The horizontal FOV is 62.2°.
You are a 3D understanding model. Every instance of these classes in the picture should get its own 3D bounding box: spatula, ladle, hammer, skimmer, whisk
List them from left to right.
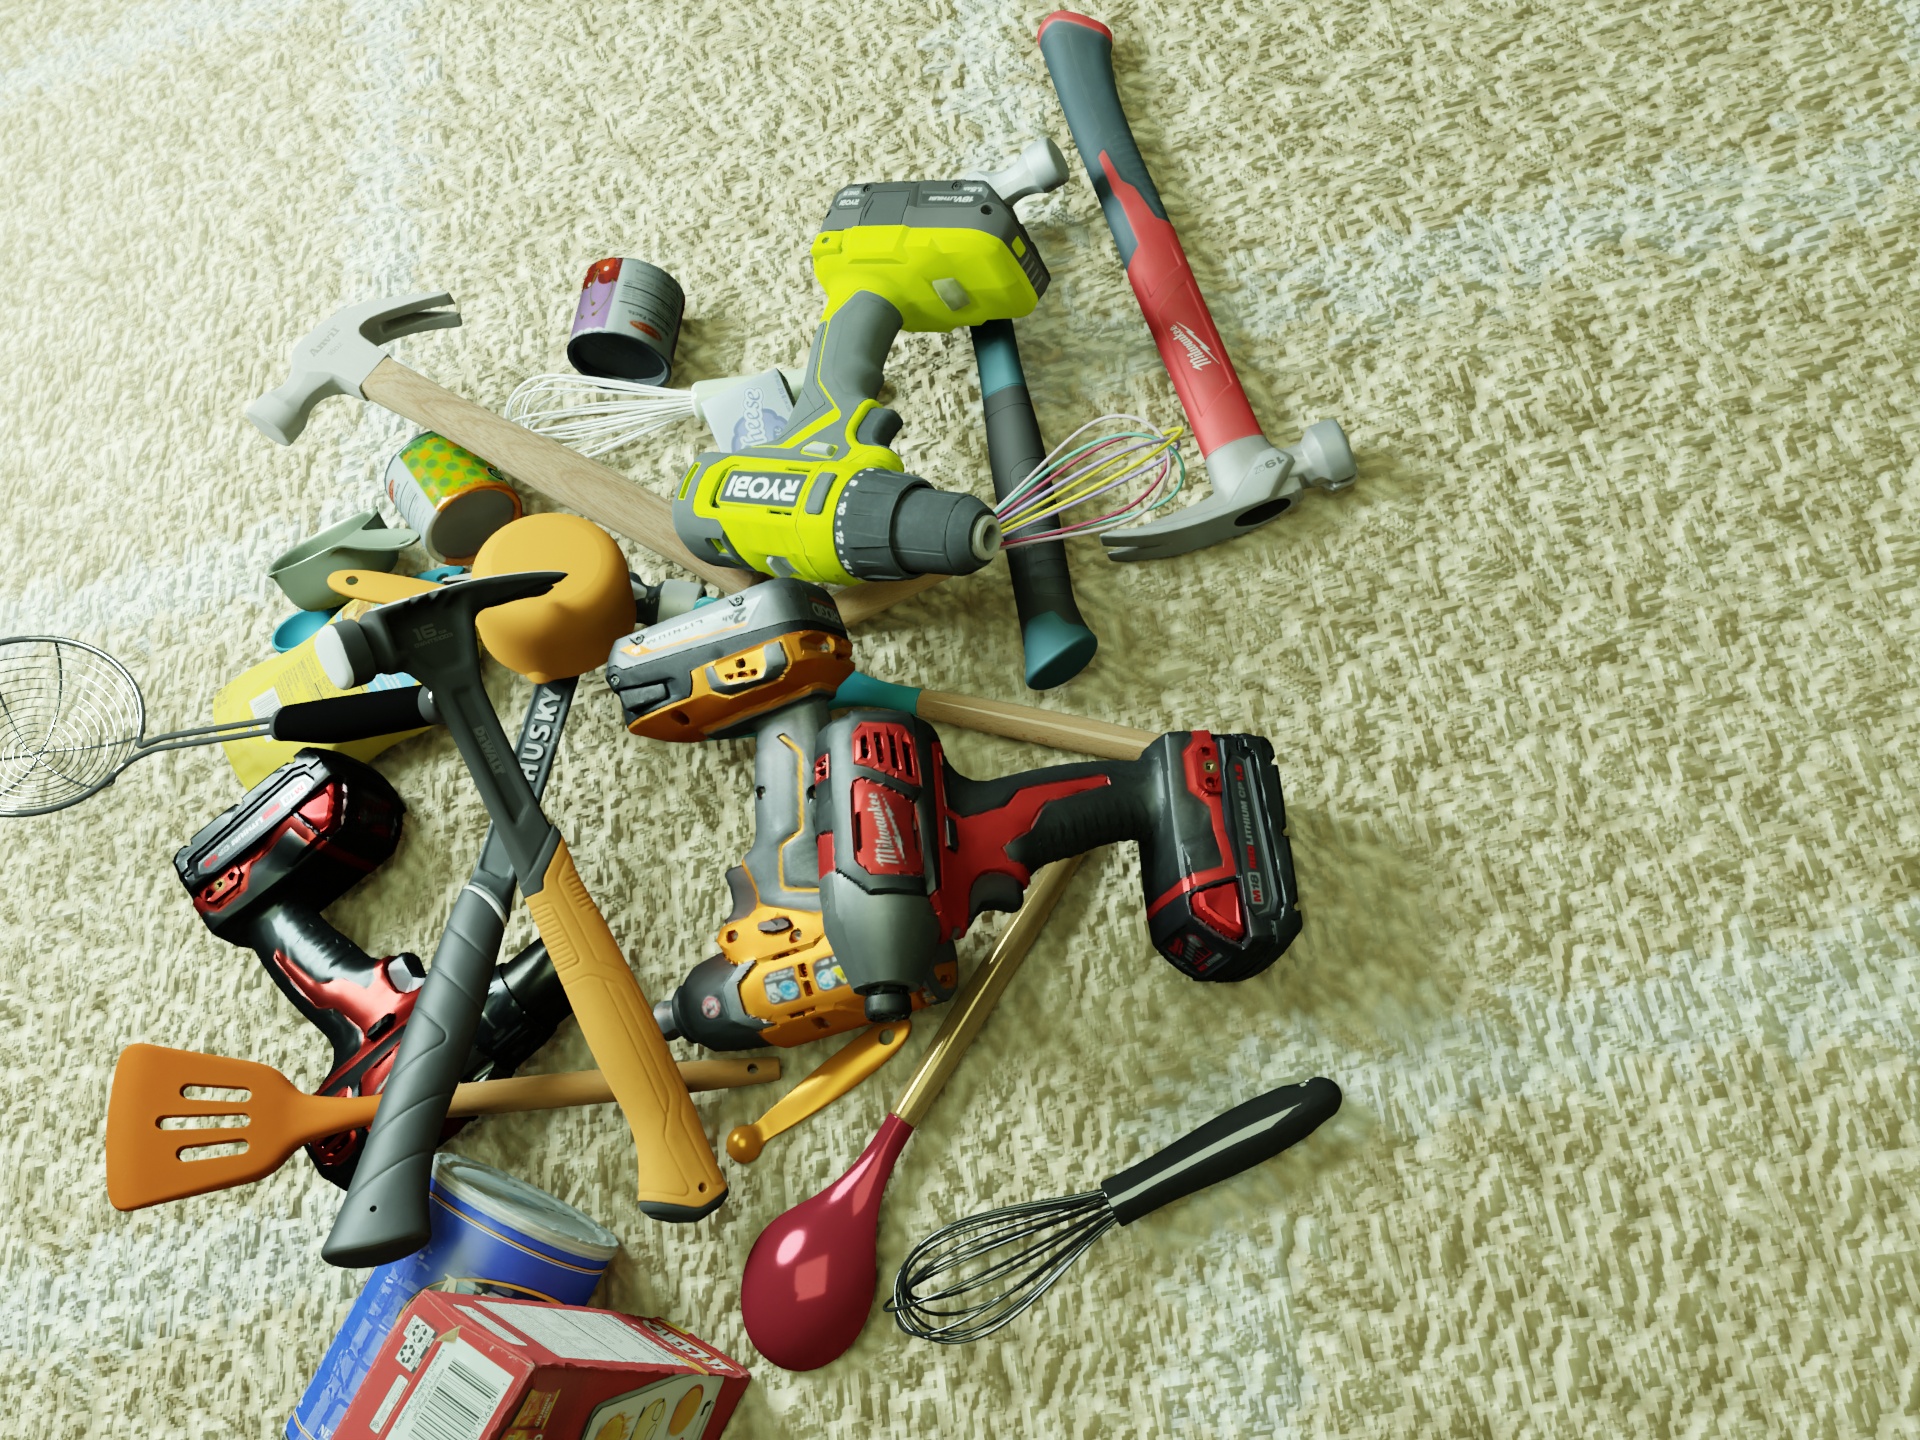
[{"bbox_3d":[-0.442,-0.009,0.894,0.363,0.090,0.127,-6,50,27],"label":"skimmer"},{"bbox_3d":[-0.253,0.191,0.803,0.322,0.041,0.081,-4,67,-7],"label":"spatula"},{"bbox_3d":[-0.247,0.078,0.829,0.149,0.036,0.409,9,55,-1],"label":"hammer"},{"bbox_3d":[-0.254,-0.158,0.948,0.331,0.031,0.130,27,69,11],"label":"hammer"},{"bbox_3d":[-0.192,0.089,0.791,0.127,0.034,0.337,-24,90,-39],"label":"hammer"},{"bbox_3d":[-0.171,-0.198,0.995,0.246,0.058,0.059,-5,102,11],"label":"whisk"},{"bbox_3d":[-0.014,0.180,0.803,0.069,0.031,0.315,28,77,20],"label":"ladle"},{"bbox_3d":[-0.001,-0.003,0.864,0.317,0.044,0.082,11,96,18],"label":"spatula"},{"bbox_3d":[0.019,-0.101,0.856,0.245,0.051,0.047,-23,44,35],"label":"whisk"},{"bbox_3d":[0.029,-0.175,0.912,0.128,0.033,0.331,-22,65,27],"label":"hammer"},{"bbox_3d":[0.072,0.227,0.748,0.239,0.055,0.055,-27,64,0],"label":"whisk"},{"bbox_3d":[0.099,-0.274,0.950,0.143,0.038,0.387,-21,64,8],"label":"hammer"}]

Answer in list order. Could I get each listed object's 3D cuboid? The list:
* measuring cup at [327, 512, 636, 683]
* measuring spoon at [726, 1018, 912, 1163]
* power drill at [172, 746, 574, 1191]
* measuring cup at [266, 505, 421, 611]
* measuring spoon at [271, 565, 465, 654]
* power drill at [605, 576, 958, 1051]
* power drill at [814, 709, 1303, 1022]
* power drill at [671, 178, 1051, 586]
[{"bbox_3d":[-0.268,-0.079,0.880,0.173,0.052,0.095,8,56,-2],"label":"measuring cup"},{"bbox_3d":[-0.074,0.189,0.822,0.117,0.011,0.021,-36,63,-1],"label":"measuring spoon"},{"bbox_3d":[-0.313,0.120,0.885,0.188,0.080,0.227,-39,66,-2],"label":"power drill"},{"bbox_3d":[-0.360,-0.095,0.968,0.168,0.038,0.083,6,40,47],"label":"measuring cup"},{"bbox_3d":[-0.373,-0.068,1.012,0.128,0.021,0.042,-21,41,-3],"label":"measuring spoon"},{"bbox_3d":[-0.108,0.057,0.828,0.164,0.084,0.226,-20,80,15],"label":"power drill"},{"bbox_3d":[0.041,0.070,0.752,0.219,0.078,0.143,2,66,-13],"label":"power drill"},{"bbox_3d":[-0.037,-0.176,0.861,0.191,0.080,0.229,10,70,32],"label":"power drill"}]
